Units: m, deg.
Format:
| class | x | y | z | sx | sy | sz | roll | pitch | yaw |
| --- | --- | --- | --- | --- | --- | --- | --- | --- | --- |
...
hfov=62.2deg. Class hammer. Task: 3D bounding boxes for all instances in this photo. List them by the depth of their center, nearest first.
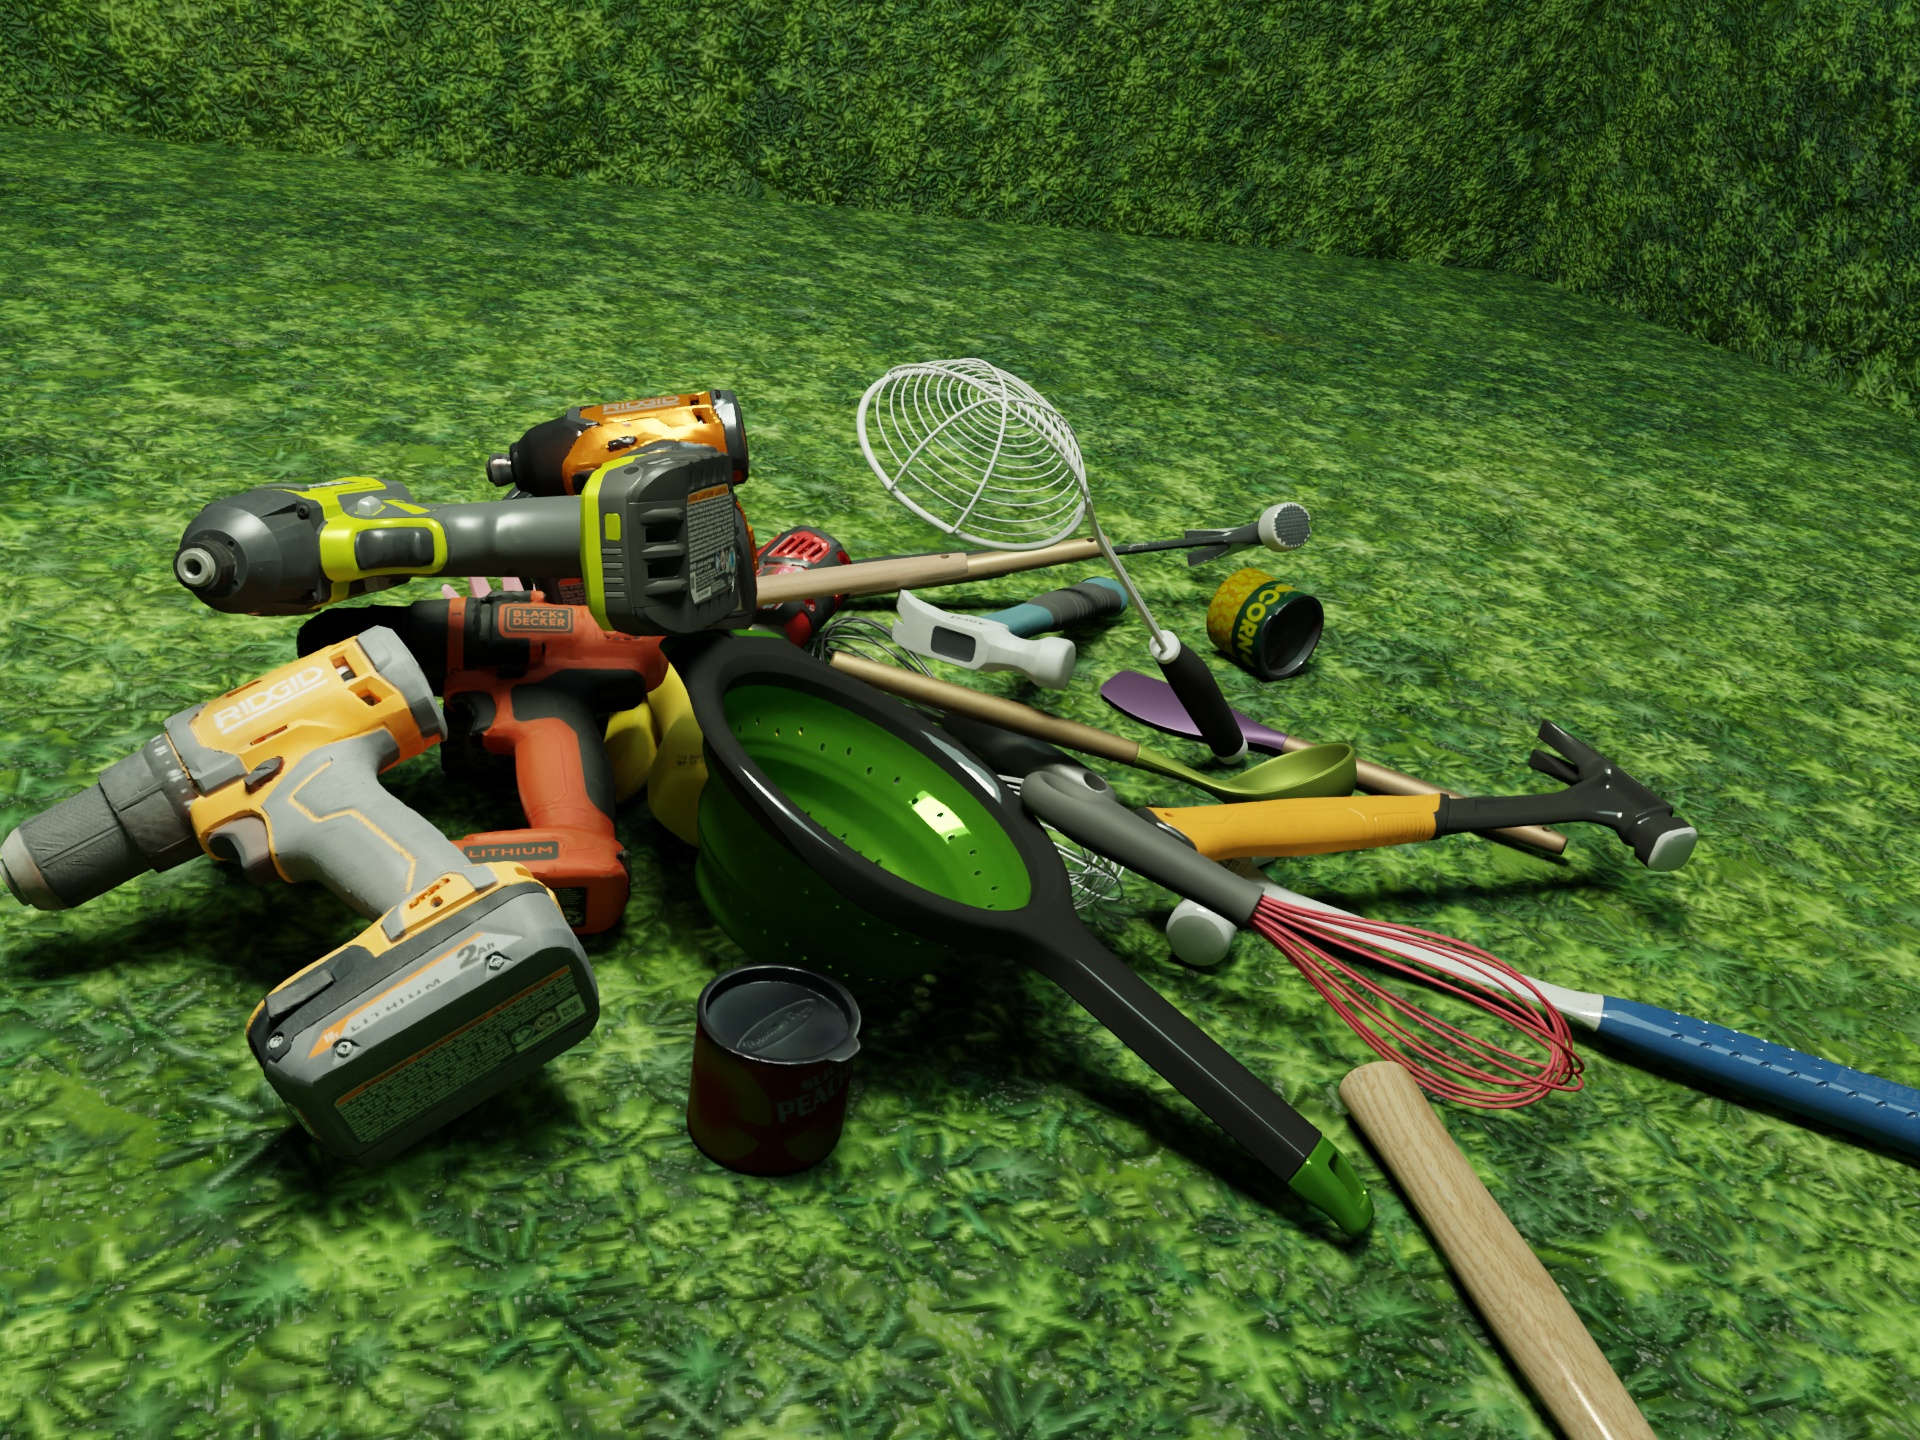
| class | x | y | z | sx | sy | sz | roll | pitch | yaw |
| --- | --- | --- | --- | --- | --- | --- | --- | --- | --- |
| hammer | 0.223 | 0.242 | 0.585 | 0.130 | 0.031 | 0.332 | 2 | 27 | -16 |
| hammer | 0.316 | 0.142 | 0.814 | 0.405 | 0.035 | 0.144 | 18 | 28 | 17 |
| hammer | 0.243 | 0.050 | 0.890 | 0.336 | 0.034 | 0.127 | -3 | 30 | -23 |
| hammer | 0.054 | -0.069 | 1.071 | 0.128 | 0.033 | 0.331 | 14 | 14 | 17 |
| hammer | 0.049 | -0.122 | 1.197 | 0.409 | 0.036 | 0.149 | -7 | 2 | -18 |

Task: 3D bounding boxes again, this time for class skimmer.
| class | x | y | z | sx | sy | sz | roll | pitch | yaw |
| --- | --- | --- | --- | --- | --- | --- | --- | --- | --- |
| skimmer | 0.068 | -0.068 | 0.913 | 0.090 | 0.362 | 0.127 | -20 | 49 | 19 |

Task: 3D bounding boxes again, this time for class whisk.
| class | x | y | z | sx | sy | sz | roll | pitch | yaw |
| --- | --- | --- | --- | --- | --- | --- | --- | --- | --- |
| whisk | 0.158 | 0.100 | 0.762 | 0.296 | 0.073 | 0.073 | 28 | 30 | 13 |
| whisk | -0.021 | 0.034 | 0.895 | 0.285 | 0.070 | 0.070 | 26 | 30 | 37 |
| whisk | -0.001 | -0.003 | 0.987 | 0.239 | 0.055 | 0.055 | 30 | 33 | 27 |

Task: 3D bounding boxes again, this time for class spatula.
| class | x | y | z | sx | sy | sz | roll | pitch | yaw |
| --- | --- | --- | --- | --- | --- | --- | --- | --- | --- |
| spatula | 0.235 | 0.026 | 1.037 | 0.316 | 0.018 | 0.060 | 21 | 32 | 24 |

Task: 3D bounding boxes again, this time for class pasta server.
| class | x | y | z | sx | sy | sz | roll | pitch | yaw |
| --- | --- | --- | --- | --- | --- | --- | --- | --- | --- |
| pasta server | -0.153 | -0.081 | 0.966 | 0.316 | 0.040 | 0.060 | -8 | 38 | -3 |

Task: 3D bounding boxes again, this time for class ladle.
| class | x | y | z | sx | sy | sz | roll | pitch | yaw |
| --- | --- | --- | --- | --- | --- | --- | --- | --- | --- |
| ladle | 0.081 | 0.001 | 0.933 | 0.320 | 0.062 | 0.078 | 17 | 3 | -9 |

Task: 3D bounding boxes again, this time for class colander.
| class | x | y | z | sx | sy | sz | roll | pitch | yaw |
| --- | --- | --- | --- | --- | --- | --- | --- | --- | --- |
| colander | 0.004 | 0.112 | 0.721 | 0.397 | 0.094 | 0.204 | 40 | 18 | 16 |

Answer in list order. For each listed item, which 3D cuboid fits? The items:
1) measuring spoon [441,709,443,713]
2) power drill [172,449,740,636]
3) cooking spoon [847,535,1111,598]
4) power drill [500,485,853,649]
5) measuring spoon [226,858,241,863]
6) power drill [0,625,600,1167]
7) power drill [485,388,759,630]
| class | x | y | z | sx | sy | sz | roll | pitch | yaw |
| --- | --- | --- | --- | --- | --- | --- | --- | --- | --- |
| measuring spoon | -0.247 | -0.019 | 0.922 | 0.128 | 0.021 | 0.042 | -28 | 37 | -9 |
| power drill | -0.224 | -0.079 | 0.727 | 0.223 | 0.080 | 0.171 | -1 | 12 | 5 |
| cooking spoon | -0.052 | -0.095 | 1.095 | 0.319 | 0.017 | 0.069 | -10 | 39 | -4 |
| power drill | -0.194 | -0.096 | 1.044 | 0.220 | 0.078 | 0.143 | 26 | 57 | 20 |
| measuring spoon | -0.356 | 0.043 | 0.807 | 0.034 | 0.018 | 0.124 | 0 | 21 | -16 |
| power drill | -0.272 | 0.071 | 0.648 | 0.185 | 0.084 | 0.226 | -30 | 54 | -21 |
| power drill | -0.203 | -0.125 | 0.946 | 0.164 | 0.084 | 0.227 | -9 | 34 | -7 |
